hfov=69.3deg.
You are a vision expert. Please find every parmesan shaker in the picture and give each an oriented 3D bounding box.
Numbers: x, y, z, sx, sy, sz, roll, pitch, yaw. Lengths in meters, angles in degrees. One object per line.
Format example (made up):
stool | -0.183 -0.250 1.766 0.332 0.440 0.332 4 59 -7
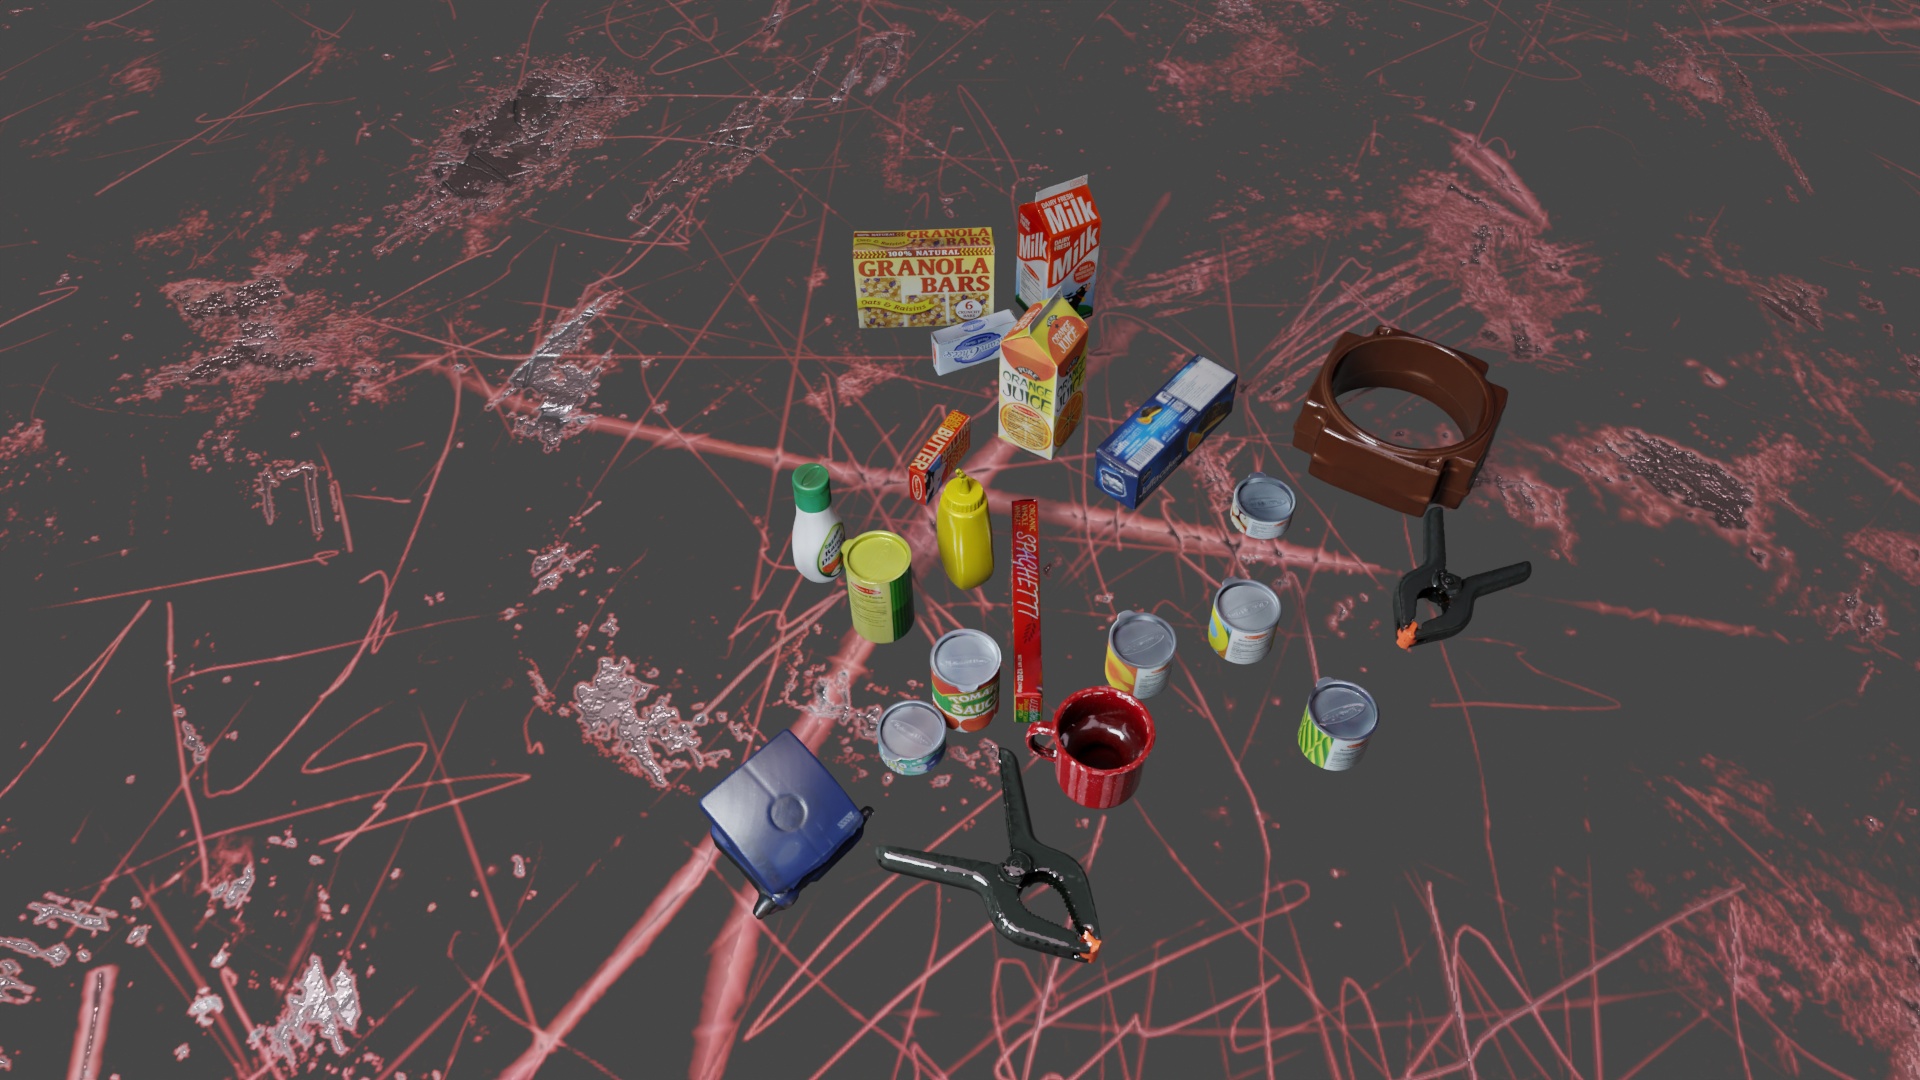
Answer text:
parmesan shaker | -0.082 0.046 1.391 0.071 0.102 0.072 0 51 1

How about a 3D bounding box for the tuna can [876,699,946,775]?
tuna can | -0.047 0.189 1.320 0.071 0.032 0.071 0 51 1

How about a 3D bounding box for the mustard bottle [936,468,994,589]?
mustard bottle | 0.005 -0.018 1.405 0.049 0.159 0.065 -21 54 -15

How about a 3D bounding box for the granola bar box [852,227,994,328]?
granola bar box | -0.043 -0.315 1.670 0.166 0.123 0.039 -2 51 -1

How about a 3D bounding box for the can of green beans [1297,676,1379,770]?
can of green beans | 0.356 0.175 1.310 0.071 0.057 0.071 0 51 1

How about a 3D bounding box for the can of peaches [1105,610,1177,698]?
can of peaches | 0.176 0.112 1.363 0.071 0.057 0.071 0 51 1

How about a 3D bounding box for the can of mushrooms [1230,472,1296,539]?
can of mushrooms | 0.326 -0.037 1.498 0.071 0.033 0.071 0 51 1

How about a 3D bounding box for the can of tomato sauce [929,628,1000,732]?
can of tomato sauce | 0.006 0.137 1.329 0.071 0.082 0.071 0 51 1

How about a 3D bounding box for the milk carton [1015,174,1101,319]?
milk carton | 0.116 -0.347 1.651 0.072 0.189 0.074 -24 55 -18

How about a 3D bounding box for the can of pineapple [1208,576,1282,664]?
can of pineapple | 0.283 0.080 1.388 0.071 0.057 0.071 0 51 1

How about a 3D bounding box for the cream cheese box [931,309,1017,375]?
cream cheese box | 0.017 -0.235 1.650 0.104 0.053 0.024 -19 53 -14

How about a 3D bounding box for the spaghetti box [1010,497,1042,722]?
spaghetti box | 0.067 0.066 1.407 0.029 0.050 0.251 0 51 1

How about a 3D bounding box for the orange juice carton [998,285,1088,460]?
orange juice carton | 0.090 -0.186 1.519 0.073 0.191 0.072 26 56 20

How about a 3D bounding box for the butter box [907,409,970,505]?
butter box | -0.023 -0.092 1.535 0.024 0.052 0.104 23 55 18

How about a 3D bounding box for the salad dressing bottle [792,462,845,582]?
salad dressing bottle | -0.147 -0.017 1.415 0.044 0.146 0.064 24 55 19
